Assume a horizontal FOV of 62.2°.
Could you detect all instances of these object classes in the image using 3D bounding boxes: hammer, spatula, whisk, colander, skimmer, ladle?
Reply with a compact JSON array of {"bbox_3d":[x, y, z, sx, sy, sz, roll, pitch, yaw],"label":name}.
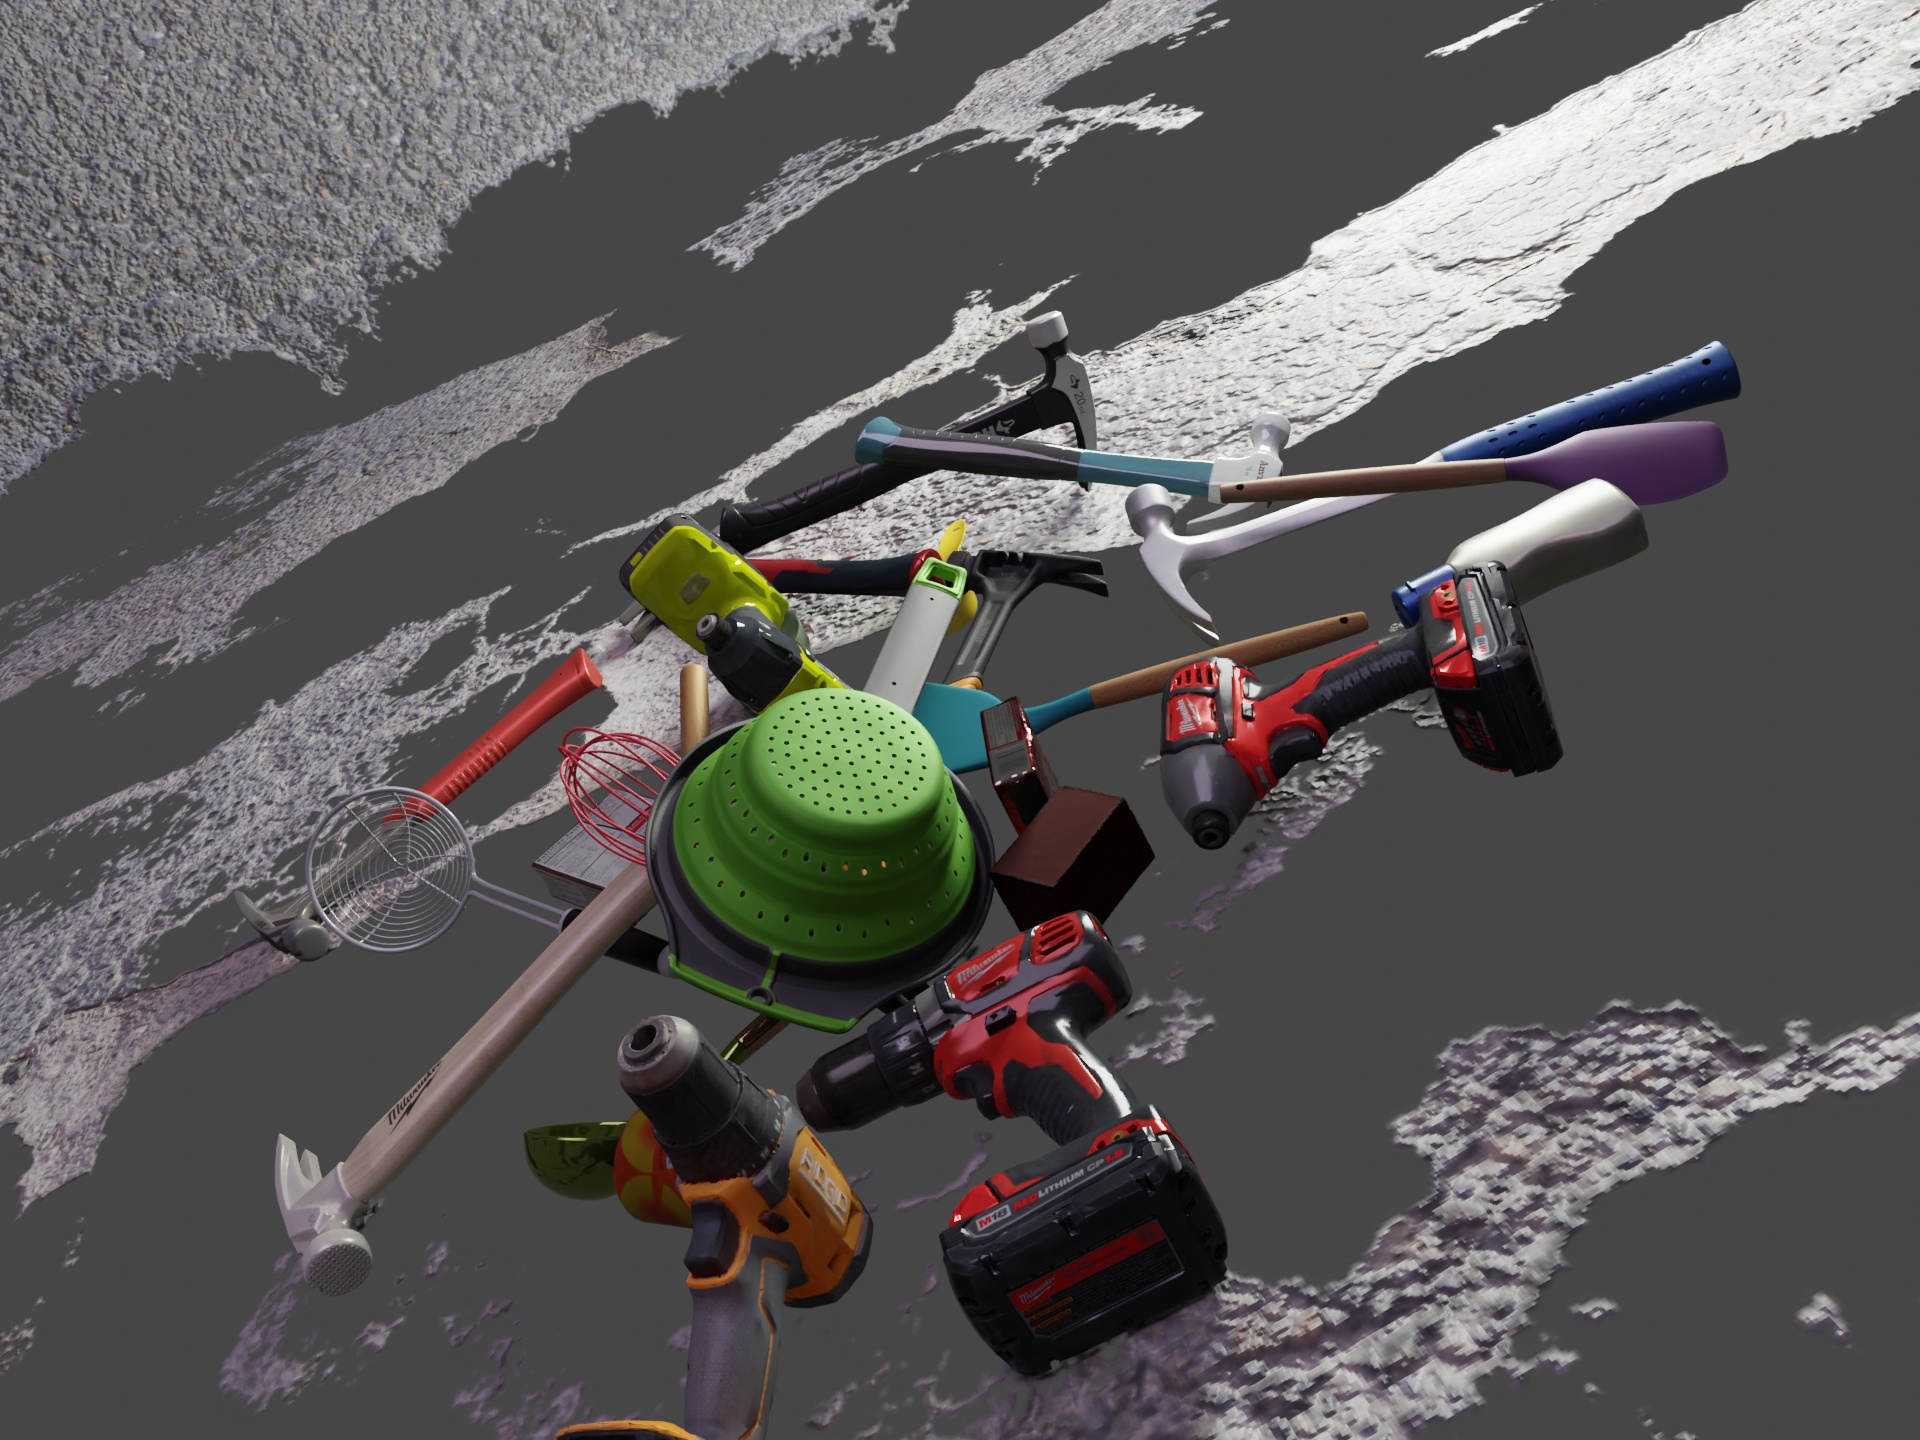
[{"bbox_3d":[-0.002,-0.004,1.109,0.127,0.034,0.337,6,46,23],"label":"hammer"},{"bbox_3d":[0.080,-0.200,1.229,0.331,0.033,0.128,9,56,14],"label":"hammer"},{"bbox_3d":[0.109,-0.026,1.044,0.317,0.044,0.082,-16,56,10],"label":"spatula"},{"bbox_3d":[-0.182,0.056,1.116,0.047,0.051,0.245,-4,50,-6],"label":"whisk"},{"bbox_3d":[-0.270,0.166,1.015,0.410,0.038,0.146,-46,34,-9],"label":"hammer"},{"bbox_3d":[-0.045,-0.205,1.313,0.335,0.146,0.035,-23,19,-2],"label":"hammer"},{"bbox_3d":[0.320,-0.164,1.081,0.405,0.035,0.144,-19,52,9],"label":"hammer"},{"bbox_3d":[-0.130,0.091,0.949,0.296,0.073,0.073,34,61,18],"label":"whisk"},{"bbox_3d":[-0.153,-0.114,1.365,0.386,0.038,0.143,8,47,51],"label":"hammer"},{"bbox_3d":[0.329,-0.159,1.039,0.316,0.018,0.060,-2,66,15],"label":"spatula"},{"bbox_3d":[-0.051,-0.004,0.955,0.204,0.094,0.397,19,44,2],"label":"colander"},{"bbox_3d":[-0.337,0.132,1.133,0.363,0.090,0.127,10,88,41],"label":"skimmer"},{"bbox_3d":[-0.117,0.167,0.946,0.320,0.062,0.078,-39,8,-23],"label":"ladle"},{"bbox_3d":[-0.457,0.061,1.379,0.149,0.036,0.359,14,52,48],"label":"hammer"}]

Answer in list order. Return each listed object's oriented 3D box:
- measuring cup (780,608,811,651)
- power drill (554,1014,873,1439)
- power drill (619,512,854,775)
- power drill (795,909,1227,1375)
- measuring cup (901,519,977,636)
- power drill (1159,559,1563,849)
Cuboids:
[{"bbox_3d":[-0.132,-0.035,1.274,0.083,0.038,0.168,-40,45,-15],"label":"measuring cup"},{"bbox_3d":[-0.115,0.258,0.693,0.084,0.185,0.226,-12,38,22],"label":"power drill"},{"bbox_3d":[-0.159,-0.062,1.164,0.080,0.171,0.223,-48,42,2],"label":"power drill"},{"bbox_3d":[0.015,0.200,0.778,0.188,0.080,0.227,-27,29,1],"label":"power drill"},{"bbox_3d":[-0.007,-0.117,1.298,0.062,0.029,0.157,-16,31,19],"label":"measuring cup"},{"bbox_3d":[0.218,-0.001,0.912,0.219,0.078,0.143,-18,33,22],"label":"power drill"}]
